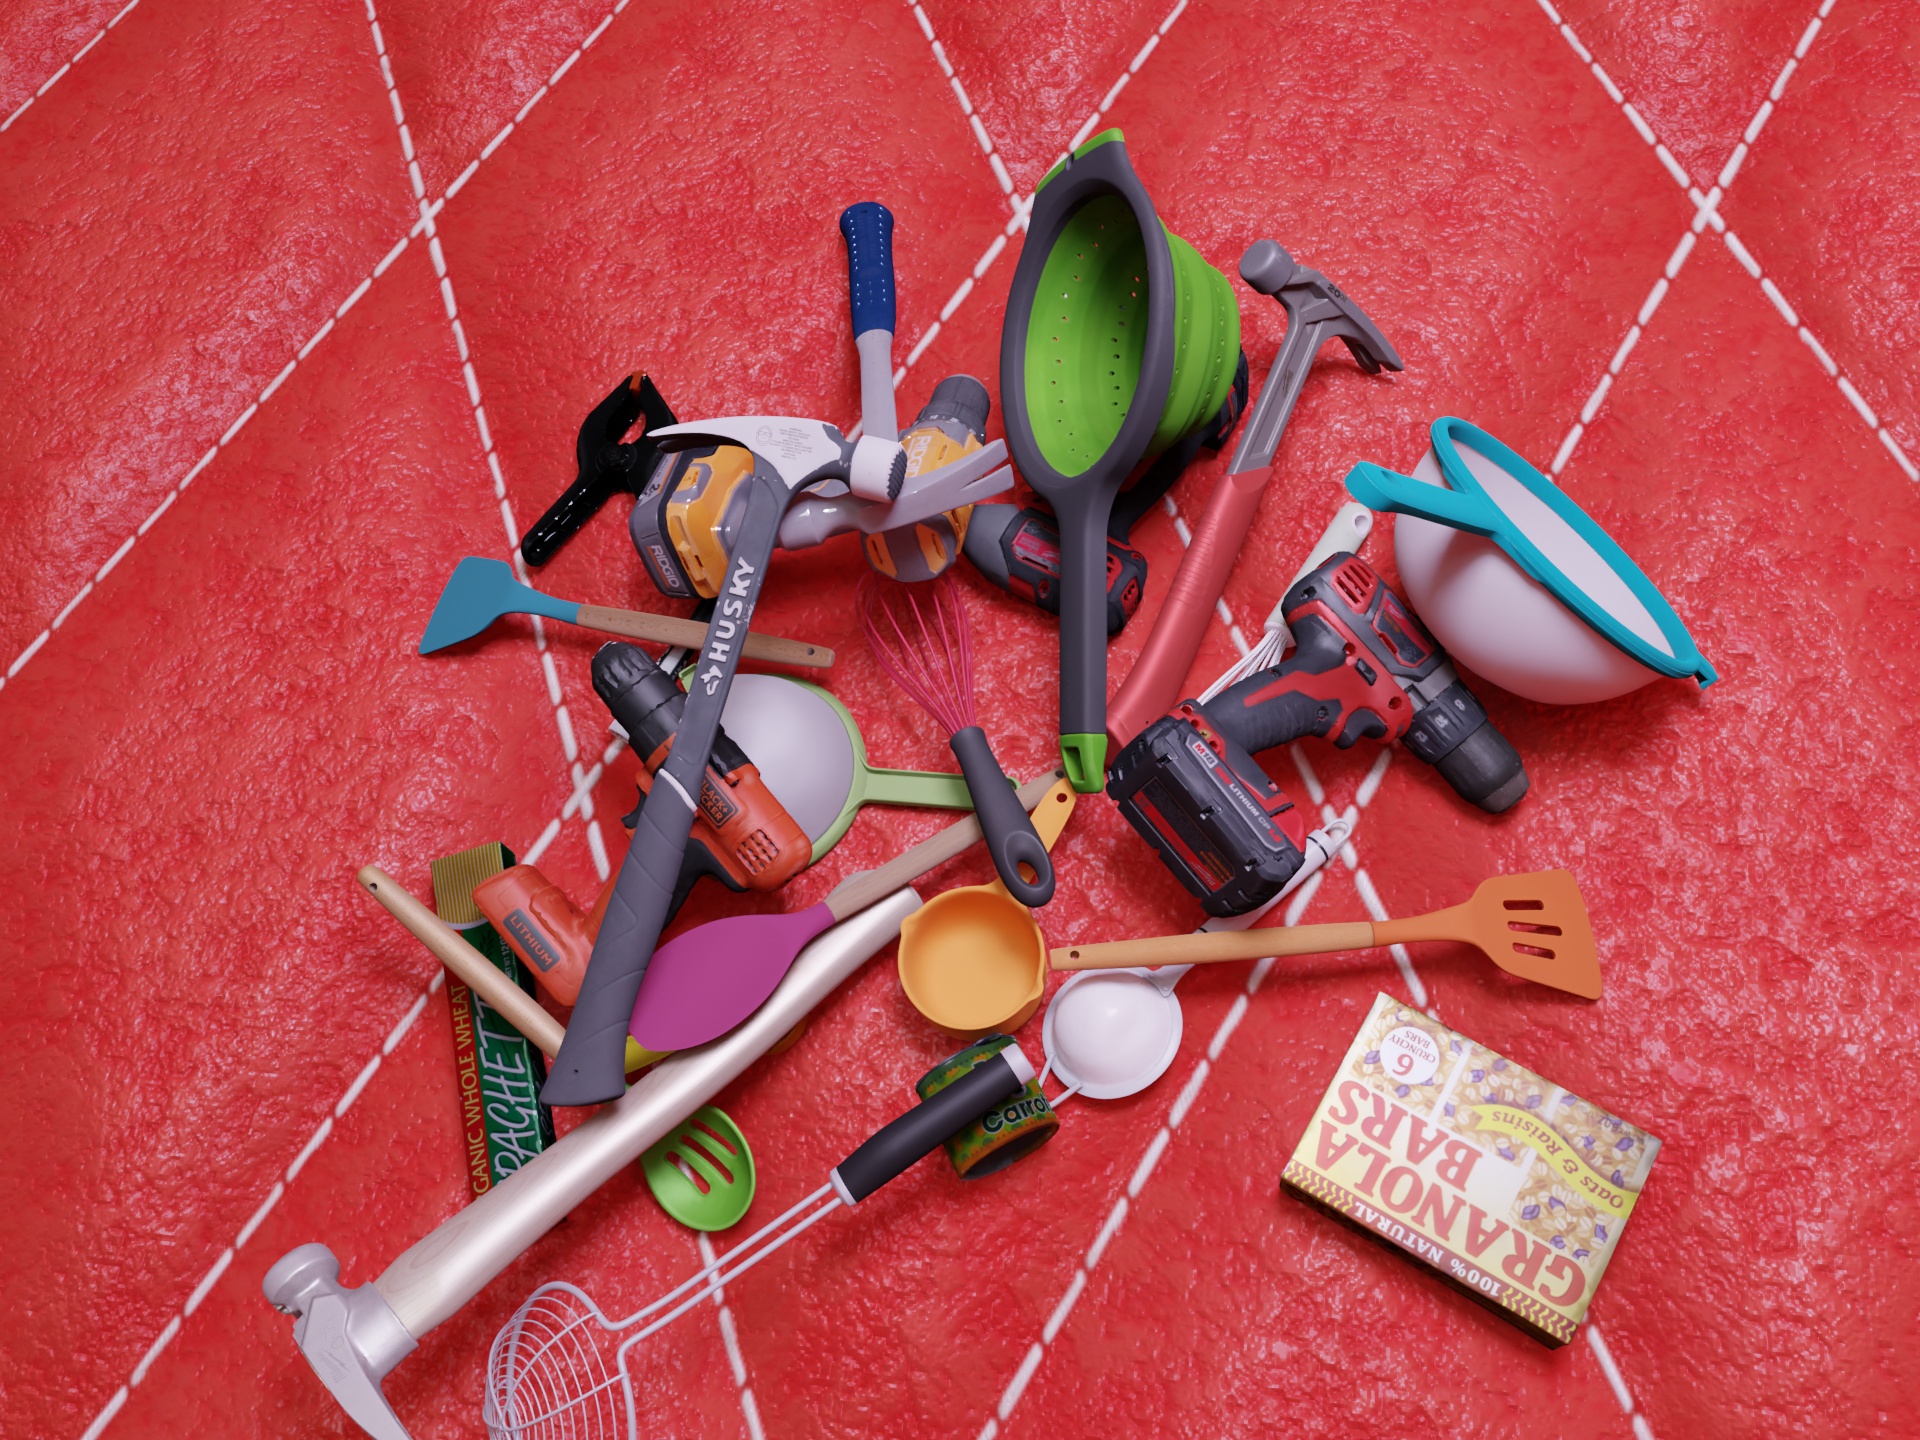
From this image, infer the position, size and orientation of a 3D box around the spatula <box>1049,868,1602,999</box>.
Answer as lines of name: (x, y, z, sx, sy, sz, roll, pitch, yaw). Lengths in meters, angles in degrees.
spatula: (0.213, 0.130, 0.926, 0.322, 0.041, 0.081, -4, 64, 1)

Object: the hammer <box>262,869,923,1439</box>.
hammer: (-0.171, 0.226, 0.891, 0.410, 0.038, 0.146, -38, 59, -25)

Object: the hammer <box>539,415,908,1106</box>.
hammer: (-0.158, 0.018, 0.894, 0.149, 0.036, 0.409, 15, 82, 12)

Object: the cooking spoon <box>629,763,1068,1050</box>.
cooking spoon: (-0.057, 0.103, 0.954, 0.319, 0.017, 0.069, -29, 58, -21)

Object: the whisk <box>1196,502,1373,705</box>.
whisk: (0.203, -0.049, 1.029, 0.057, 0.059, 0.246, 44, 68, -21)

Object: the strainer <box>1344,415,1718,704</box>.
strainer: (0.292, -0.083, 0.918, 0.095, 0.340, 0.211, -48, 57, 30)

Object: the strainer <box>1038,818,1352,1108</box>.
strainer: (0.139, 0.138, 0.953, 0.258, 0.050, 0.087, -38, 51, -13)

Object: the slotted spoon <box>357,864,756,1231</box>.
slotted spoon: (-0.244, 0.189, 0.954, 0.314, 0.031, 0.070, 39, 99, 8)

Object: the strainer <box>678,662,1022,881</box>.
strainer: (-0.088, 0.029, 1.020, 0.256, 0.069, 0.152, 4, 66, 12)

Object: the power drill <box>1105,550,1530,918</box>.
power drill: (0.220, 0.022, 0.943, 0.227, 0.080, 0.188, -37, 82, -27)

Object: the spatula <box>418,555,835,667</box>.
spatula: (-0.233, -0.065, 1.096, 0.317, 0.044, 0.082, 11, 66, 15)

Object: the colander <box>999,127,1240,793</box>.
colander: (0.108, -0.153, 0.988, 0.094, 0.204, 0.397, 2, 87, -25)

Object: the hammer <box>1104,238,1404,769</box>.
hammer: (0.180, -0.126, 1.047, 0.037, 0.149, 0.359, 10, 73, 55)

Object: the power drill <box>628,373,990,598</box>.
power drill: (-0.090, -0.164, 1.078, 0.226, 0.084, 0.185, -3, 43, 20)

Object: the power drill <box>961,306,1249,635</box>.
power drill: (0.094, -0.174, 1.087, 0.143, 0.078, 0.220, 26, 75, 19)

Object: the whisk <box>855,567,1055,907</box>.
whisk: (-0.002, -0.003, 1.003, 0.073, 0.073, 0.296, -22, 53, -2)

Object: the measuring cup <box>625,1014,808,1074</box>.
measuring cup: (-0.167, 0.196, 0.980, 0.156, 0.029, 0.062, -21, 64, 2)

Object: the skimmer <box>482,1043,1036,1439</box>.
skimmer: (-0.108, 0.300, 0.878, 0.363, 0.090, 0.127, -34, 57, -6)

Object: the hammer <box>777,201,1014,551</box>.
hammer: (-0.052, -0.254, 1.082, 0.144, 0.035, 0.406, -11, 42, 5)

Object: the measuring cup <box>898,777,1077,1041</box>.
measuring cup: (0.030, 0.116, 0.973, 0.095, 0.052, 0.174, 24, 68, 18)
